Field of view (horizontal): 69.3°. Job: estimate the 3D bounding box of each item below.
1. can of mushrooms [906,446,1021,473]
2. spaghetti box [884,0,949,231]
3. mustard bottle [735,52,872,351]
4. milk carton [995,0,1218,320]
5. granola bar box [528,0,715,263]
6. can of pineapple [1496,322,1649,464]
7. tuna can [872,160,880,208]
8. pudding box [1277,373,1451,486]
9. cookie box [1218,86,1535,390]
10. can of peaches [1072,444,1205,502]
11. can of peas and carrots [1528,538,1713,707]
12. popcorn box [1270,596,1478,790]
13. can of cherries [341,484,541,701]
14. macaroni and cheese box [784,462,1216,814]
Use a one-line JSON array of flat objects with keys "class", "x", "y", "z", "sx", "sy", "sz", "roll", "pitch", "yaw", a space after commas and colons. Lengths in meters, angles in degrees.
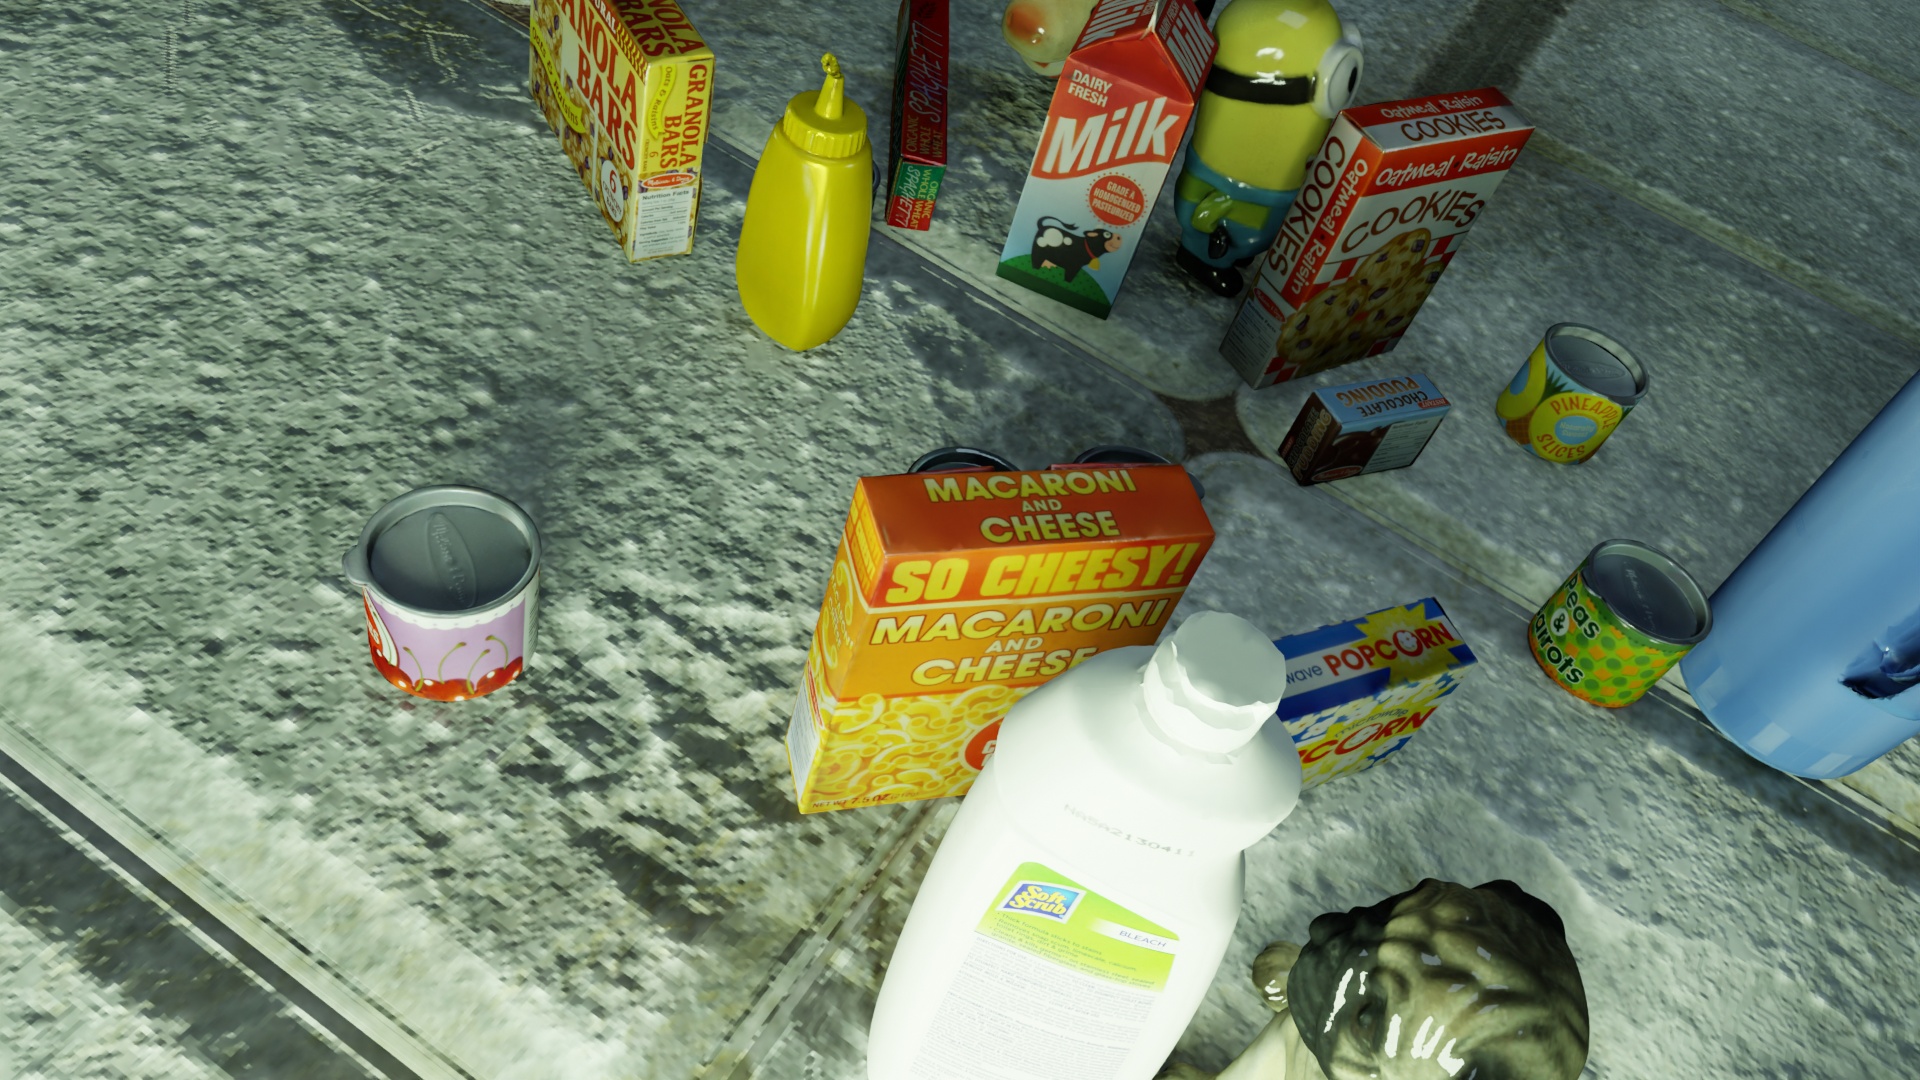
[{"class": "can of mushrooms", "x": 0.002, "y": -0.008, "z": 0.658, "sx": 0.071, "sy": 0.033, "sz": 0.071, "roll": 9, "pitch": 48, "yaw": -10}, {"class": "spaghetti box", "x": -0.026, "y": -0.292, "z": 0.888, "sx": 0.029, "sy": 0.049, "sz": 0.251, "roll": 9, "pitch": 48, "yaw": -10}, {"class": "mustard bottle", "x": -0.073, "y": -0.170, "z": 0.690, "sx": 0.065, "sy": 0.159, "sz": 0.049, "roll": 42, "pitch": 50, "yaw": 19}, {"class": "milk carton", "x": 0.085, "y": -0.224, "z": 0.769, "sx": 0.073, "sy": 0.189, "sz": 0.073, "roll": 22, "pitch": 47, "yaw": 2}, {"class": "granola bar box", "x": -0.186, "y": -0.251, "z": 0.749, "sx": 0.039, "sy": 0.123, "sz": 0.166, "roll": -16, "pitch": 56, "yaw": -29}, {"class": "can of pineapple", "x": 0.365, "y": -0.086, "z": 0.830, "sx": 0.071, "sy": 0.057, "sz": 0.071, "roll": 9, "pitch": 48, "yaw": -10}, {"class": "tuna can", "x": -0.083, "y": -0.201, "z": 0.802, "sx": 0.071, "sy": 0.032, "sz": 0.071, "roll": 9, "pitch": 48, "yaw": -10}, {"class": "pudding box", "x": 0.223, "y": -0.062, "z": 0.767, "sx": 0.084, "sy": 0.049, "sz": 0.030, "roll": -11, "pitch": 54, "yaw": -26}, {"class": "cookie box", "x": 0.231, "y": -0.170, "z": 0.785, "sx": 0.123, "sy": 0.166, "sz": 0.040, "roll": -17, "pitch": 57, "yaw": -30}, {"class": "can of peaches", "x": 0.076, "y": -0.003, "z": 0.661, "sx": 0.071, "sy": 0.057, "sz": 0.071, "roll": 9, "pitch": 48, "yaw": -10}, {"class": "can of peas and carrots", "x": 0.331, "y": 0.042, "z": 0.704, "sx": 0.071, "sy": 0.058, "sz": 0.071, "roll": 9, "pitch": 48, "yaw": -10}, {"class": "popcorn box", "x": 0.148, "y": 0.074, "z": 0.598, "sx": 0.127, "sy": 0.084, "sz": 0.038, "roll": -12, "pitch": 54, "yaw": -27}, {"class": "can of cherries", "x": -0.203, "y": 0.021, "z": 0.547, "sx": 0.071, "sy": 0.058, "sz": 0.072, "roll": 9, "pitch": 48, "yaw": -10}, {"class": "macaroni and cheese box", "x": 0.007, "y": 0.040, "z": 0.526, "sx": 0.124, "sy": 0.165, "sz": 0.040, "roll": -3, "pitch": 51, "yaw": -21}]
